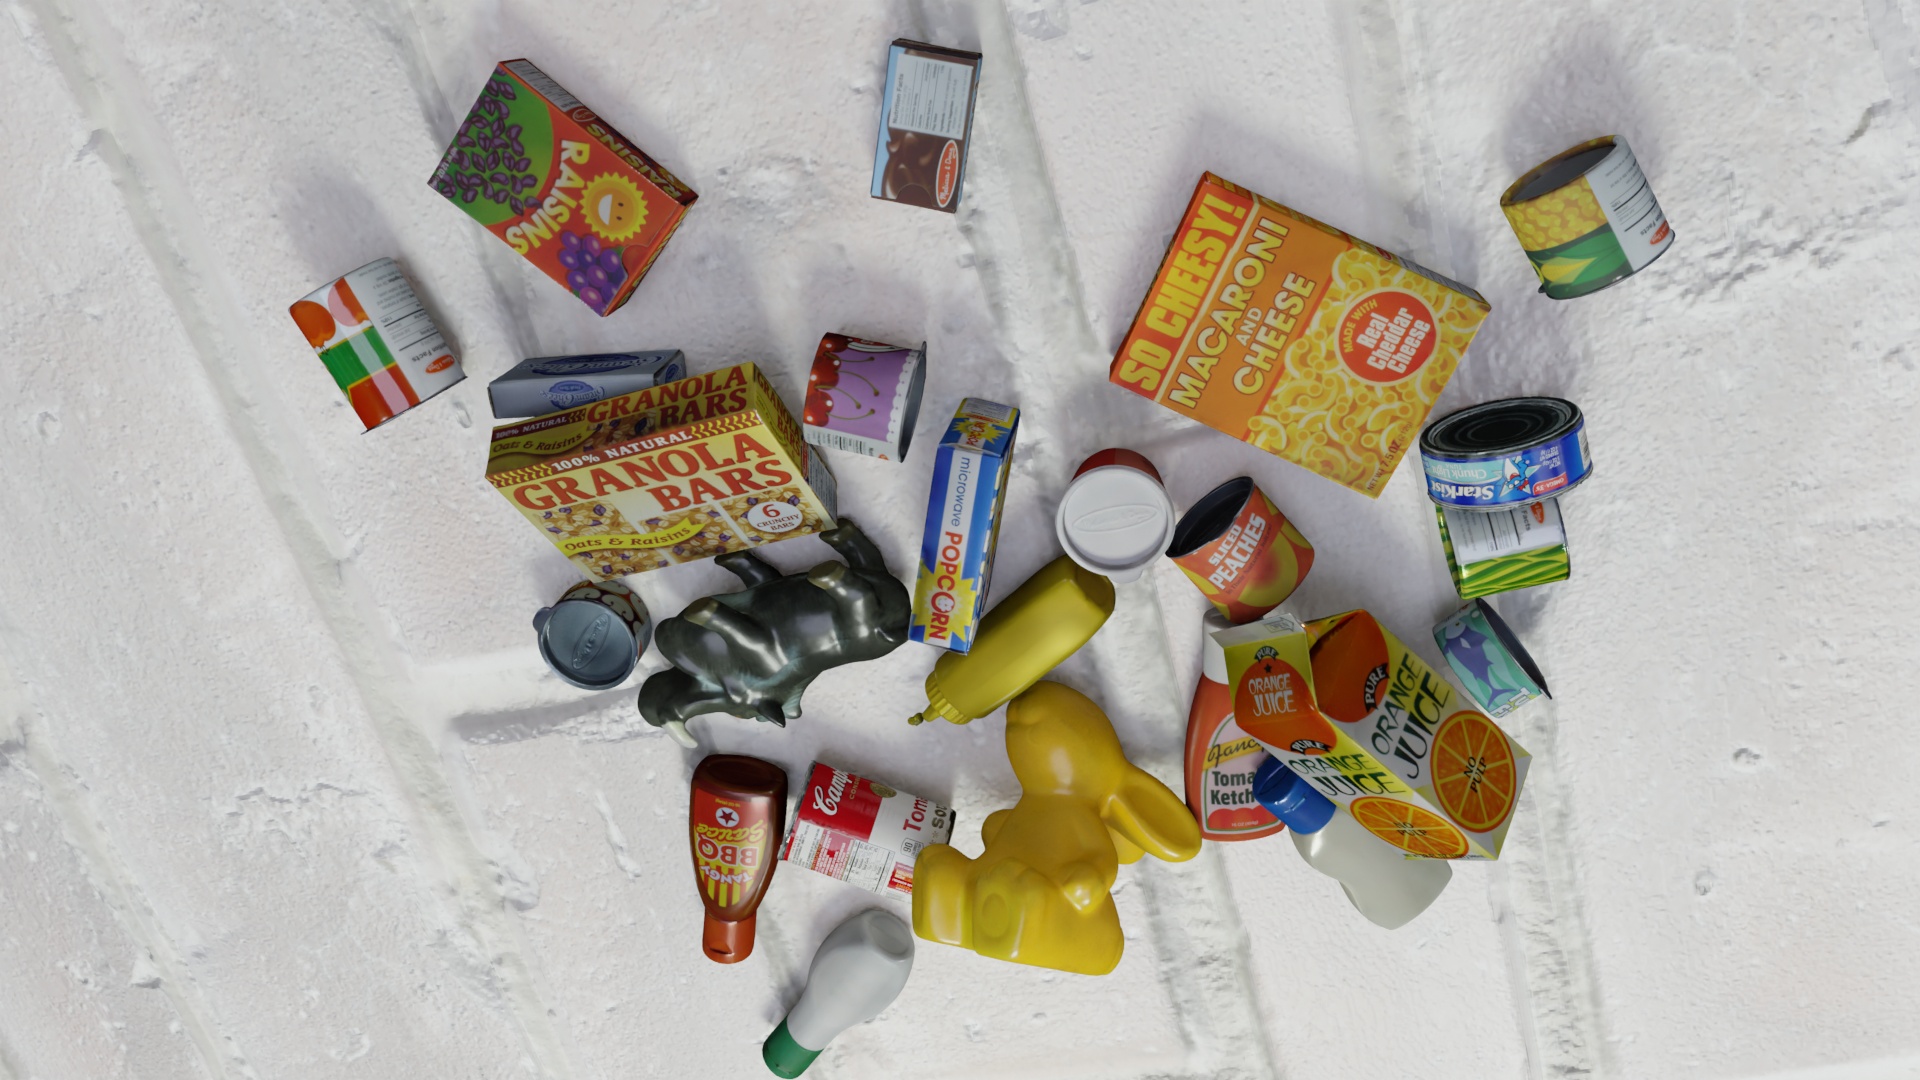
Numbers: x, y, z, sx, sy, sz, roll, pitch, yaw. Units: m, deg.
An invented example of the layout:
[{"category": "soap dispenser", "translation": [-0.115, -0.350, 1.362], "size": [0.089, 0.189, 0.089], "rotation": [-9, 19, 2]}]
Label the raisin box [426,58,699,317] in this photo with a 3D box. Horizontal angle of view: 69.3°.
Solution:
[{"category": "raisin box", "translation": [-0.224, -0.199, 0.786], "size": [0.123, 0.040, 0.086], "rotation": [38, 111, -9]}]

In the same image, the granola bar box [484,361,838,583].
[{"category": "granola bar box", "translation": [-0.171, -0.037, 0.814], "size": [0.165, 0.039, 0.123], "rotation": [-12, 145, 13]}]

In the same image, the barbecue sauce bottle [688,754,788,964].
[{"category": "barbecue sauce bottle", "translation": [-0.154, 0.220, 0.948], "size": [0.065, 0.044, 0.147], "rotation": [11, 114, 7]}]

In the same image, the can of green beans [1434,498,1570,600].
[{"category": "can of green beans", "translation": [0.304, -0.004, 0.781], "size": [0.058, 0.071, 0.071], "rotation": [-13, 110, 14]}]

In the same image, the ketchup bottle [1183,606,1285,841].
[{"category": "ketchup bottle", "translation": [0.170, 0.113, 0.860], "size": [0.065, 0.044, 0.148], "rotation": [-6, 111, 0]}]

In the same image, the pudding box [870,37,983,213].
[{"category": "pudding box", "translation": [-0.019, -0.225, 0.753], "size": [0.050, 0.030, 0.083], "rotation": [10, 114, 2]}]

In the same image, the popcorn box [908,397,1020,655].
[{"category": "popcorn box", "translation": [0.003, -0.010, 0.809], "size": [0.038, 0.085, 0.126], "rotation": [11, 114, 4]}]

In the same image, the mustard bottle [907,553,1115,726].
[{"category": "mustard bottle", "translation": [0.025, 0.071, 0.854], "size": [0.049, 0.065, 0.159], "rotation": [46, 117, -6]}]

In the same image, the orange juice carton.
[{"category": "orange juice carton", "translation": [0.230, 0.103, 0.797], "size": [0.192, 0.073, 0.071], "rotation": [39, 153, -16]}]

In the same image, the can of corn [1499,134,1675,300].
[{"category": "can of corn", "translation": [0.319, -0.165, 0.714], "size": [0.071, 0.071, 0.058], "rotation": [-30, 105, 18]}]

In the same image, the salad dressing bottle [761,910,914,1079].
[{"category": "salad dressing bottle", "translation": [-0.090, 0.325, 0.984], "size": [0.064, 0.044, 0.147], "rotation": [34, 114, -9]}]

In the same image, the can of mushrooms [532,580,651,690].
[{"category": "can of mushrooms", "translation": [-0.238, 0.059, 0.899], "size": [0.071, 0.033, 0.070], "rotation": [3, 114, 7]}]

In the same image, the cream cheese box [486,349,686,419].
[{"category": "cream cheese box", "translation": [-0.219, -0.093, 0.822], "size": [0.104, 0.053, 0.024], "rotation": [-2, 114, 8]}]

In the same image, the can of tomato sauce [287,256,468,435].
[{"category": "can of tomato sauce", "translation": [-0.346, -0.115, 0.823], "size": [0.071, 0.071, 0.083], "rotation": [-24, 107, 16]}]

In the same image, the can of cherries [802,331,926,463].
[{"category": "can of cherries", "translation": [-0.054, -0.085, 0.798], "size": [0.058, 0.072, 0.071], "rotation": [12, 114, 4]}]

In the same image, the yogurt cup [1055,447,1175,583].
[{"category": "yogurt cup", "translation": [0.091, -0.020, 0.810], "size": [0.072, 0.054, 0.072], "rotation": [3, 113, 7]}]

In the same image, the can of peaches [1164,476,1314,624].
[{"category": "can of peaches", "translation": [0.162, 0.007, 0.802], "size": [0.071, 0.071, 0.058], "rotation": [-39, 104, 20]}]

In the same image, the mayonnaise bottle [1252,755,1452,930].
[{"category": "mayonnaise bottle", "translation": [0.240, 0.183, 0.861], "size": [0.148, 0.041, 0.064], "rotation": [39, 100, -25]}]

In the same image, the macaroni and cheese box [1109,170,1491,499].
[{"category": "macaroni and cheese box", "translation": [0.183, -0.112, 0.767], "size": [0.166, 0.040, 0.123], "rotation": [23, 114, -3]}]

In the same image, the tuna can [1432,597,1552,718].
[{"category": "tuna can", "translation": [0.310, 0.071, 0.810], "size": [0.032, 0.071, 0.071], "rotation": [-39, 103, 22]}]
